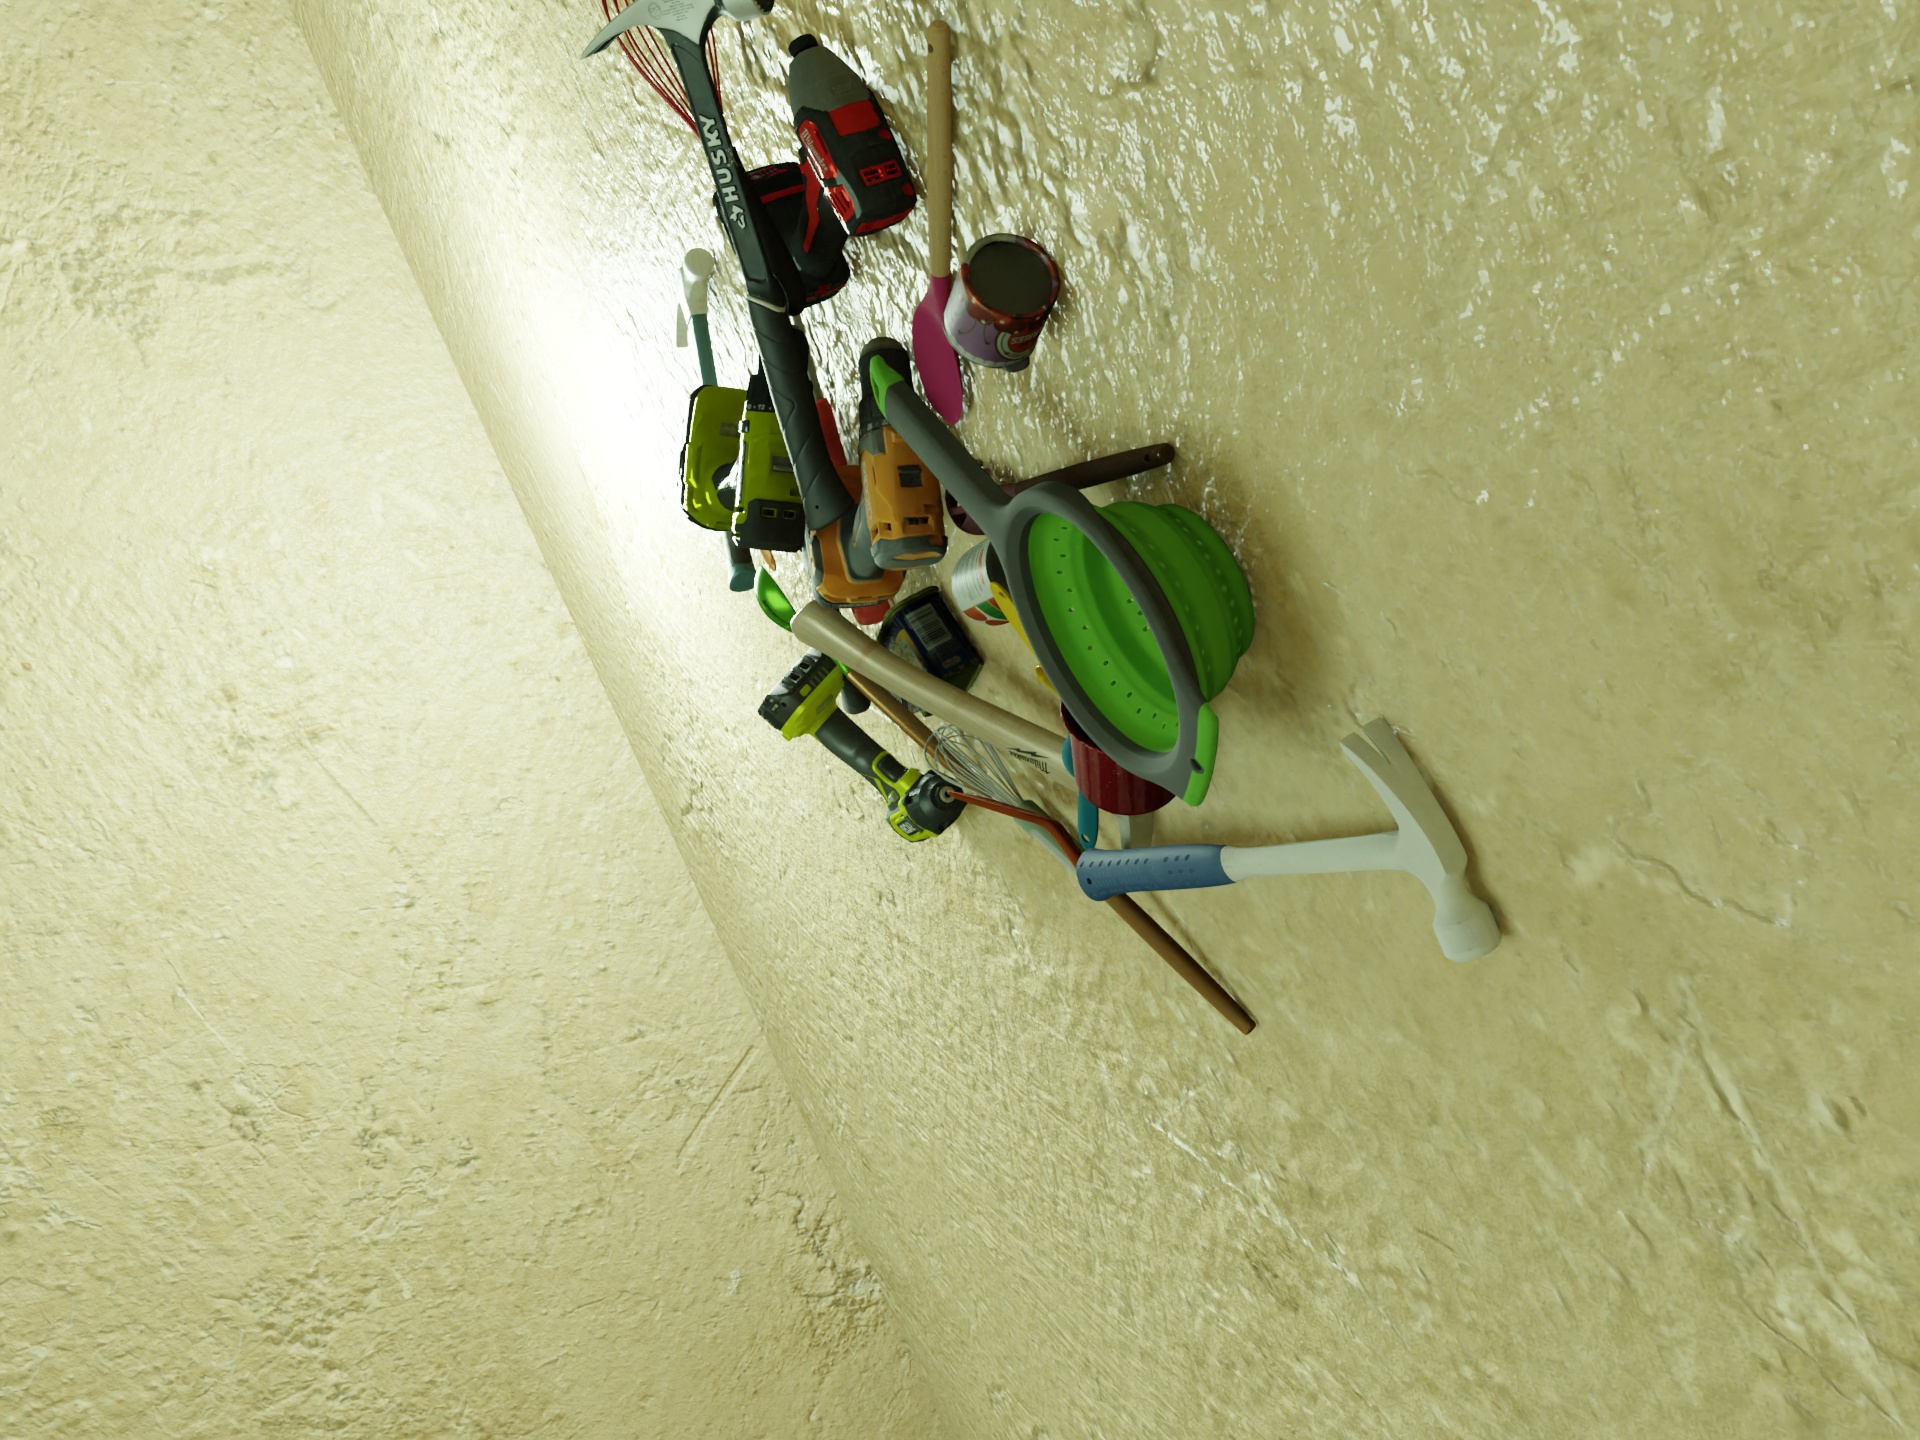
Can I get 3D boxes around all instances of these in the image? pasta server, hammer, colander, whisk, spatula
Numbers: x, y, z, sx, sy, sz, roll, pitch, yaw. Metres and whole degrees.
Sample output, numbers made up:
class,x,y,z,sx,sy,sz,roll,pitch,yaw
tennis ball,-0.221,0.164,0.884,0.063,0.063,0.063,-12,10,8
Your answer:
class,x,y,z,sx,sy,sz,roll,pitch,yaw
pasta server,0.064,-0.170,1.133,0.316,0.040,0.060,0,115,64
hammer,-0.133,-0.112,1.607,0.334,0.035,0.146,79,169,-57
colander,0.074,-0.127,1.045,0.397,0.094,0.204,52,161,28
whisk,-0.185,-0.437,1.172,0.073,0.073,0.295,13,131,65
hammer,-0.002,-0.004,1.358,0.411,0.038,0.146,29,143,38
whisk,0.051,0.077,1.434,0.247,0.059,0.057,42,163,36
hammer,0.188,0.091,1.076,0.405,0.035,0.144,-17,99,64
hammer,-0.155,-0.328,1.176,0.149,0.036,0.408,-1,121,24
spatula,0.118,0.149,1.319,0.323,0.041,0.081,44,-166,26
hammer,-0.117,-0.249,1.462,0.149,0.036,0.358,34,144,54
hammer,-0.246,-0.295,1.606,0.128,0.033,0.331,160,101,-73

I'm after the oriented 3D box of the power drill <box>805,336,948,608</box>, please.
class,x,y,z,sx,sy,sz,roll,pitch,yaw
power drill,-0.075,-0.199,1.333,0.226,0.084,0.185,150,113,-70

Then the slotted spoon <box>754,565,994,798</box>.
class,x,y,z,sx,sy,sz,roll,pitch,yaw
slotted spoon,-0.086,-0.031,1.525,0.314,0.031,0.070,43,169,-2

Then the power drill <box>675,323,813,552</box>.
class,x,y,z,sx,sy,sz,roll,pitch,yaw
power drill,-0.188,-0.251,1.426,0.229,0.080,0.190,-161,76,-66

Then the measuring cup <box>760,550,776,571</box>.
class,x,y,z,sx,sy,sz,roll,pitch,yaw
measuring cup,-0.190,-0.207,1.620,0.174,0.052,0.095,-118,25,-43

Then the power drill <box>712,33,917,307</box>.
class,x,y,z,sx,sy,sz,roll,pitch,yaw
power drill,-0.113,-0.409,1.205,0.143,0.078,0.219,64,157,-3

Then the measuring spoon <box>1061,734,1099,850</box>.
class,x,y,z,sx,sy,sz,roll,pitch,yaw
measuring spoon,0.092,0.062,1.224,0.042,0.021,0.128,34,146,32

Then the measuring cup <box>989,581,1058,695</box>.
class,x,y,z,sx,sy,sz,roll,pitch,yaw
measuring cup,0.065,-0.061,1.176,0.062,0.029,0.156,25,161,43

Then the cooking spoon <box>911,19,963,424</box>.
class,x,y,z,sx,sy,sz,roll,pitch,yaw
cooking spoon,-0.014,-0.339,1.124,0.069,0.017,0.318,50,156,31

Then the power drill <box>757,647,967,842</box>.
class,x,y,z,sx,sy,sz,roll,pitch,yaw
power drill,-0.092,0.029,1.605,0.223,0.080,0.171,42,164,-3
